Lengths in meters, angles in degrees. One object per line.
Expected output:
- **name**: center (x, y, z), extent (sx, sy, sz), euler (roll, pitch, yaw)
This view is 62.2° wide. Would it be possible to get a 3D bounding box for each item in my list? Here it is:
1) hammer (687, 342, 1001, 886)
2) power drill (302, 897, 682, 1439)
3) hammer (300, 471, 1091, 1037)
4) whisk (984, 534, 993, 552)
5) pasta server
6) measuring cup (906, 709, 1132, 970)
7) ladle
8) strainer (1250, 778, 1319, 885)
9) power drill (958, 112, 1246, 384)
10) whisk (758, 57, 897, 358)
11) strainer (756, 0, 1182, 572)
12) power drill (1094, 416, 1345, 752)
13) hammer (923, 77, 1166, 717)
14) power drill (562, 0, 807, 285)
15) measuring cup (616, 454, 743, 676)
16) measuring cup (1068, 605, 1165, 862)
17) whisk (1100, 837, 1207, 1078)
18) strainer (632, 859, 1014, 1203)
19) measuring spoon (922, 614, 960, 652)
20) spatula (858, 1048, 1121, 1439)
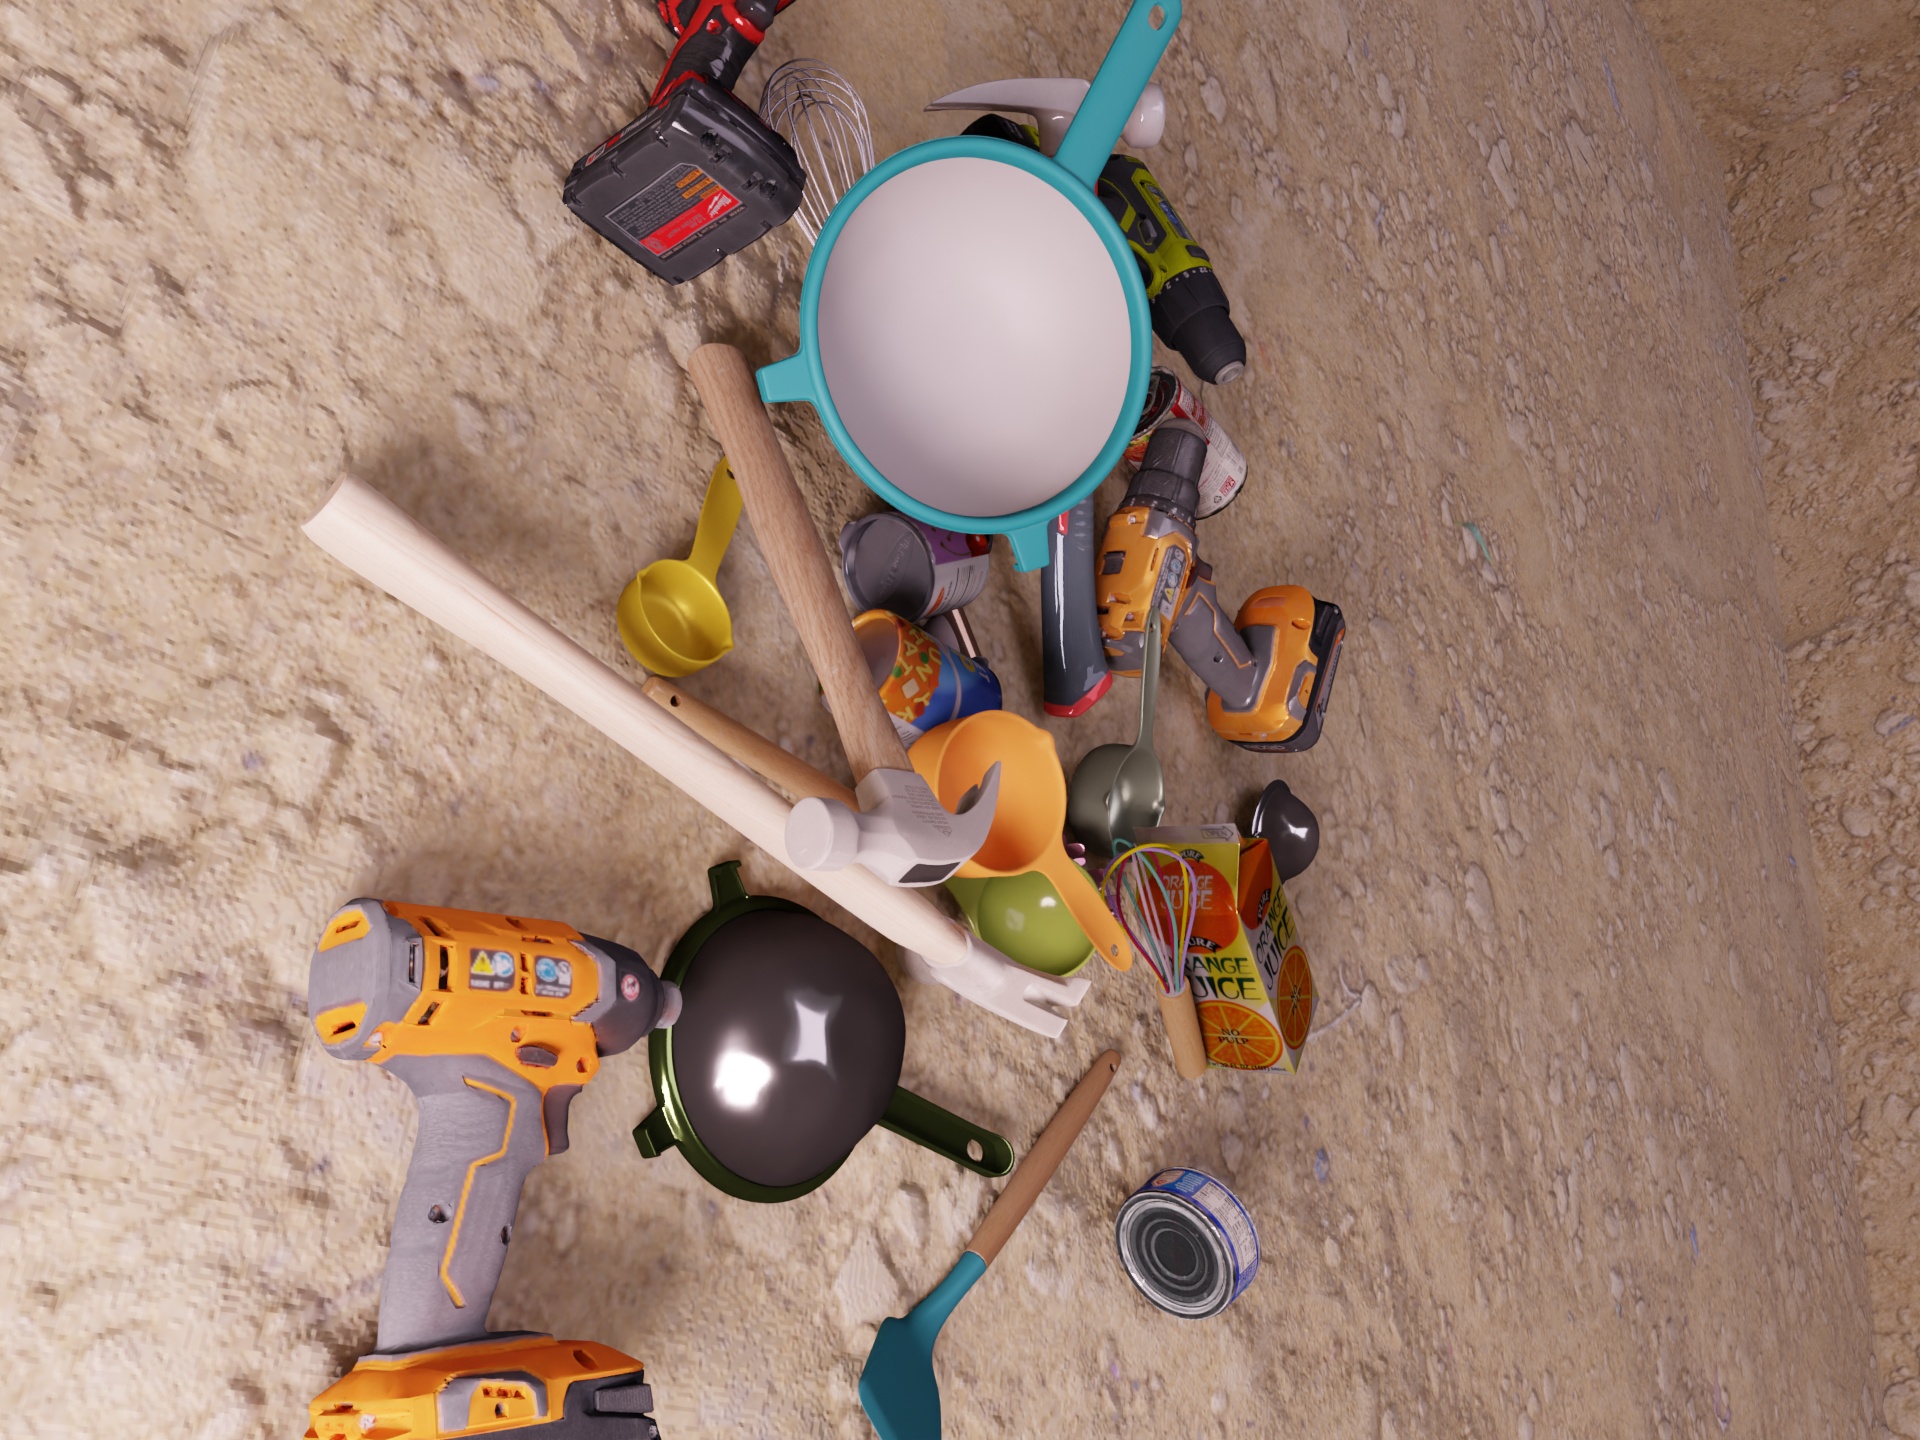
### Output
- **hammer**: center (-0.071, -0.063, 0.778), extent (0.130, 0.031, 0.332), euler (11, 45, -45)
- **power drill**: center (-0.176, 0.190, 0.637), extent (0.164, 0.084, 0.227), euler (16, 62, -47)
- **hammer**: center (-0.112, 0.026, 0.730), extent (0.410, 0.146, 0.038), euler (39, 75, -28)
- **whisk**: center (-0.007, -0.218, 1.003), extent (0.055, 0.055, 0.239), euler (-9, 89, -51)
- **pasta server**: center (0.022, -0.015, 0.974), extent (0.040, 0.060, 0.316), euler (-23, 95, -6)
- **measuring cup**: center (0.031, 0.073, 0.865), extent (0.173, 0.052, 0.095), euler (54, 56, -19)
- **ladle**: center (-0.039, 0.058, 0.865), extent (0.319, 0.062, 0.078), euler (34, 74, -35)
- **strainer**: center (0.203, 0.098, 1.156), extent (0.258, 0.050, 0.087), euler (-12, 102, -48)
- **power drill**: center (0.099, -0.321, 1.103), extent (0.228, 0.080, 0.191), euler (-5, 61, -50)
- **whisk**: center (-0.055, -0.248, 0.949), extent (0.070, 0.070, 0.284), euler (-36, 112, -49)
- **strainer**: center (0.025, -0.267, 0.906), extent (0.210, 0.095, 0.340), euler (31, 80, -25)
- **power drill**: center (0.183, -0.092, 1.140), extent (0.226, 0.084, 0.185), euler (29, 71, -39)
- **hammer**: center (0.052, -0.192, 0.988), extent (0.143, 0.038, 0.386), euler (-3, 103, -11)
- **power drill**: center (-0.119, -0.350, 0.833), extent (0.078, 0.143, 0.220), euler (32, 57, -37)
- **measuring cup**: center (-0.138, -0.084, 0.822), extent (0.062, 0.029, 0.157), euler (39, 38, -28)
- **measuring cup**: center (0.104, 0.007, 1.036), extent (0.083, 0.038, 0.167), euler (11, 85, -56)
- **whisk**: center (0.124, 0.153, 0.985), extent (0.047, 0.051, 0.244), euler (-45, 141, -24)
- **strainer**: center (-0.040, 0.183, 0.808), extent (0.256, 0.069, 0.152), euler (37, 52, -36)
- **measuring spoon**: center (-0.002, -0.003, 0.957), extent (0.018, 0.034, 0.124), euler (-20, 100, -16)
- **spatula**: center (0.029, 0.283, 0.881), extent (0.317, 0.044, 0.082), euler (-44, 110, -49)
